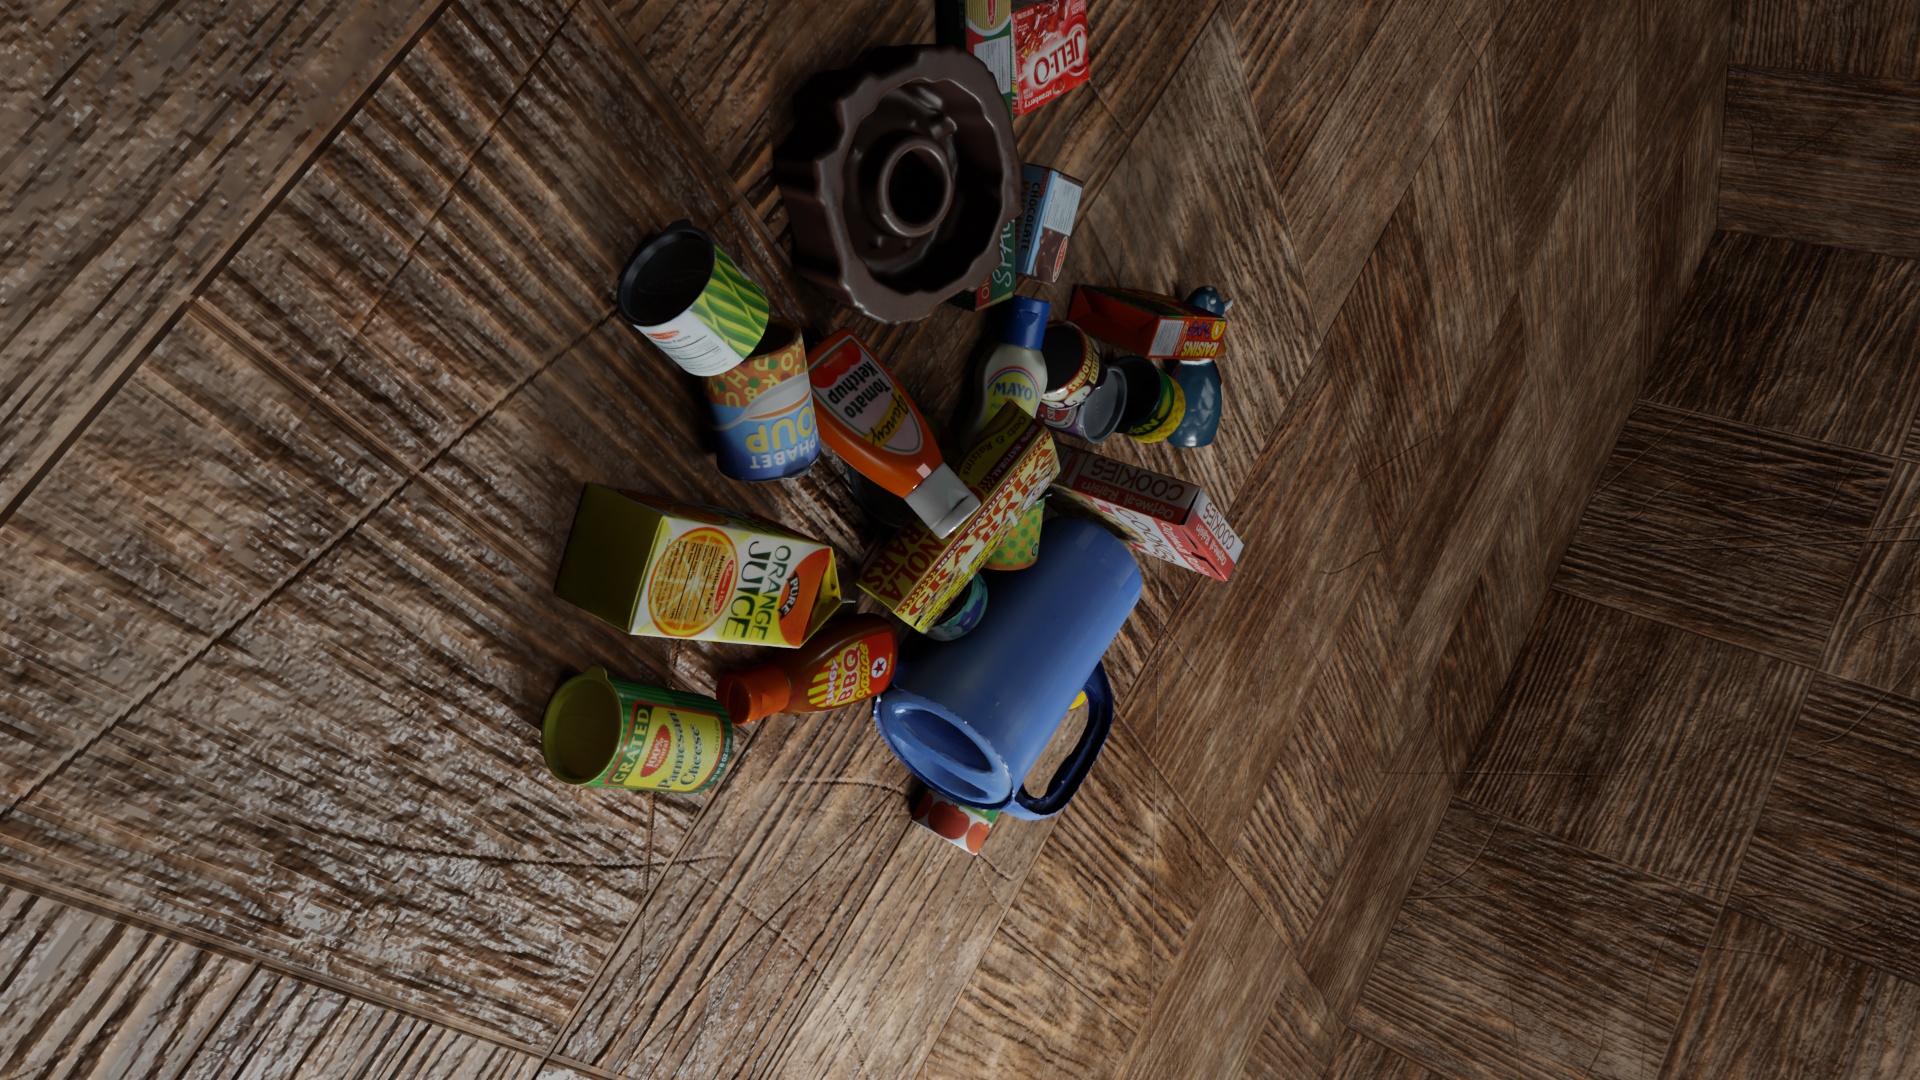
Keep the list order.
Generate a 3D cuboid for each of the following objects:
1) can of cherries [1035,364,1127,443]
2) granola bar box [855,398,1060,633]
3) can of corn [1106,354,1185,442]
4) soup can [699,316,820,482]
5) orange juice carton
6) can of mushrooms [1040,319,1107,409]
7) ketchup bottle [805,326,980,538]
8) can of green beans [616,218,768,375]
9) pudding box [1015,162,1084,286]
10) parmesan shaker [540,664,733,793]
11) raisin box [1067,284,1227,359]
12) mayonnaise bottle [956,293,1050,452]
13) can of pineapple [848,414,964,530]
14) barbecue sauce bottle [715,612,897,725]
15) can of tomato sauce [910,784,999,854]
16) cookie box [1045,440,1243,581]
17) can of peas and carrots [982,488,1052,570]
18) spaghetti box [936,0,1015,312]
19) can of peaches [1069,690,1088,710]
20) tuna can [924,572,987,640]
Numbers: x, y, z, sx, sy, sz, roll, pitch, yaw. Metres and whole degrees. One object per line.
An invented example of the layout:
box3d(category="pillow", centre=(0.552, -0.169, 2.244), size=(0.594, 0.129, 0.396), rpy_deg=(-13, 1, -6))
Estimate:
box3d(category="can of cherries", centre=(0.095, -0.119, 1.156), size=(0.072, 0.058, 0.071), rpy_deg=(-31, 132, -43))
box3d(category="granola bar box", centre=(0.004, -0.013, 0.998), size=(0.165, 0.039, 0.124), rpy_deg=(-50, 167, -3))
box3d(category="can of corn", centre=(0.159, -0.122, 1.235), size=(0.058, 0.071, 0.071), rpy_deg=(21, 89, -57))
box3d(category="soup can", centre=(-0.123, -0.087, 0.856), size=(0.072, 0.071, 0.083), rpy_deg=(-37, 134, -39))
box3d(category="orange juice carton", centre=(-0.150, 0.020, 0.873), size=(0.193, 0.072, 0.073), rpy_deg=(12, 97, -56))
box3d(category="can of mushrooms", centre=(0.081, -0.141, 1.113), size=(0.033, 0.071, 0.071), rpy_deg=(29, 83, -54))
box3d(category="ketchup bottle", centre=(-0.049, -0.067, 0.914), size=(0.065, 0.149, 0.043), rpy_deg=(-44, -177, -27))
box3d(category="can of green beans", centre=(-0.152, -0.136, 0.794), size=(0.071, 0.071, 0.057), rpy_deg=(-62, 146, -11))
box3d(category="pudding box", centre=(0.062, -0.243, 1.070), size=(0.050, 0.030, 0.083), rpy_deg=(1, 106, -56))
box3d(category="parmesan shaker", centre=(-0.197, 0.119, 0.862), size=(0.103, 0.071, 0.071), rpy_deg=(22, 89, -56))
box3d(category="raisin box", centre=(0.161, -0.187, 1.187), size=(0.124, 0.086, 0.040), rpy_deg=(-9, 120, -52))
box3d(category="mayonnaise bottle", centre=(0.037, -0.115, 1.076), size=(0.065, 0.041, 0.147), rpy_deg=(10, 100, -12))
box3d(category="can of pineapple", centre=(-0.036, -0.049, 0.998), size=(0.058, 0.071, 0.070), rpy_deg=(-41, 137, -36))
box3d(category="barbecue sauce bottle", centre=(-0.109, 0.096, 0.994), size=(0.149, 0.044, 0.064), rpy_deg=(-14, 120, -50))
box3d(category="can of tomato sauce", centre=(0.004, 0.218, 1.193), size=(0.083, 0.071, 0.071), rpy_deg=(-61, 145, -11))
box3d(category="cookie box", centre=(0.142, -0.027, 1.170), size=(0.040, 0.167, 0.122), rpy_deg=(-63, 145, -9))
box3d(category="can of peas and carrots", centre=(0.035, -0.015, 1.115), size=(0.071, 0.071, 0.058), rpy_deg=(-20, 123, -49))
box3d(category="spaghetti box", centre=(0.012, -0.286, 0.980), size=(0.050, 0.029, 0.248), rpy_deg=(-32, 131, -42))
box3d(category="can of peaches", centre=(0.084, 0.117, 1.251), size=(0.058, 0.071, 0.071), rpy_deg=(20, 90, -55))
box3d(category="tuna can", centre=(-0.013, 0.040, 1.079), size=(0.071, 0.071, 0.032), rpy_deg=(-61, 146, -13))
